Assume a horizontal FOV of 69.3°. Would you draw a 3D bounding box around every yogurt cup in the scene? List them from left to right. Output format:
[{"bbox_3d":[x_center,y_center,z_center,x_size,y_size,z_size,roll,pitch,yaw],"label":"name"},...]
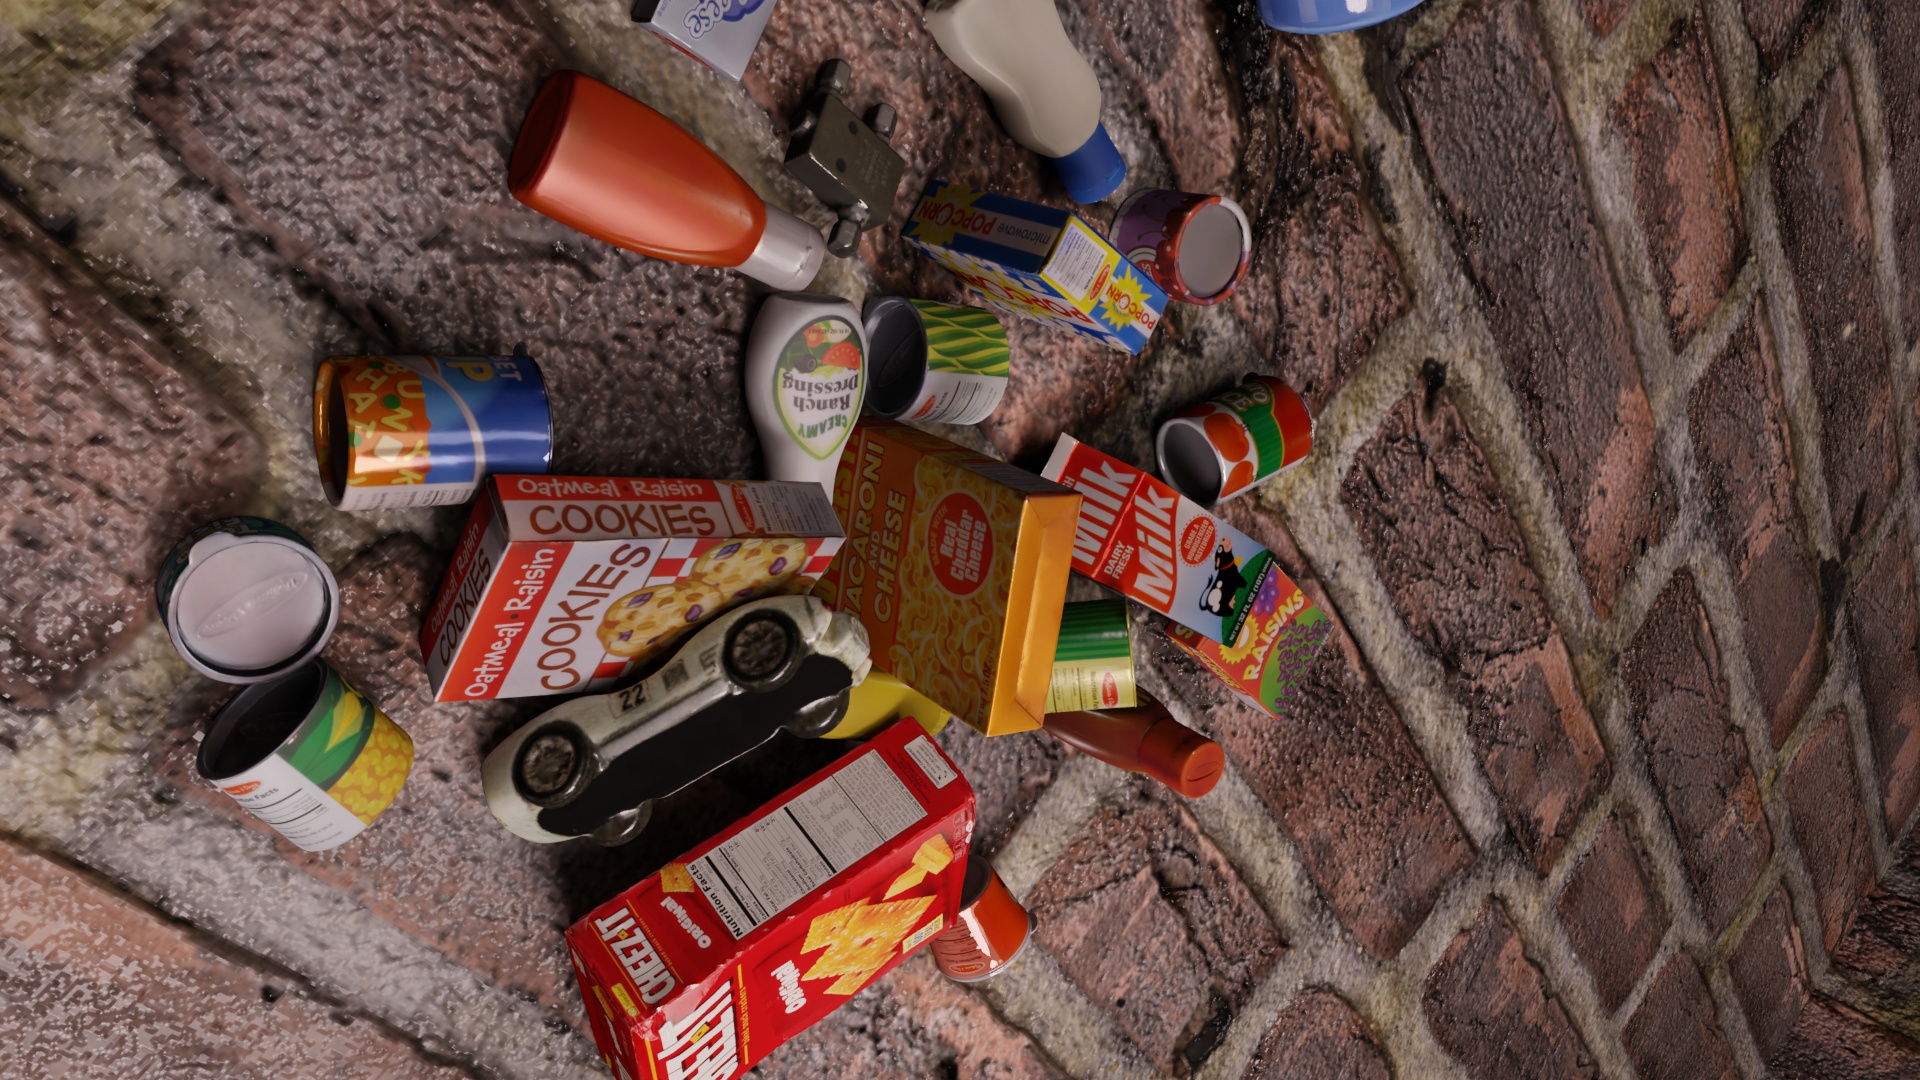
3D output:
[{"bbox_3d":[0.005,0.240,0.893,0.072,0.072,0.053,-37,117,-22],"label":"yogurt cup"}]

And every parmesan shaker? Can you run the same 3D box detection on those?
[{"bbox_3d":[0.051,0.068,0.832,0.103,0.071,0.071,-5,115,6],"label":"parmesan shaker"}]

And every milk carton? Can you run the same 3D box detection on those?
[{"bbox_3d":[0.109,-0.001,0.879,0.190,0.073,0.072,28,88,-41],"label":"milk carton"}]

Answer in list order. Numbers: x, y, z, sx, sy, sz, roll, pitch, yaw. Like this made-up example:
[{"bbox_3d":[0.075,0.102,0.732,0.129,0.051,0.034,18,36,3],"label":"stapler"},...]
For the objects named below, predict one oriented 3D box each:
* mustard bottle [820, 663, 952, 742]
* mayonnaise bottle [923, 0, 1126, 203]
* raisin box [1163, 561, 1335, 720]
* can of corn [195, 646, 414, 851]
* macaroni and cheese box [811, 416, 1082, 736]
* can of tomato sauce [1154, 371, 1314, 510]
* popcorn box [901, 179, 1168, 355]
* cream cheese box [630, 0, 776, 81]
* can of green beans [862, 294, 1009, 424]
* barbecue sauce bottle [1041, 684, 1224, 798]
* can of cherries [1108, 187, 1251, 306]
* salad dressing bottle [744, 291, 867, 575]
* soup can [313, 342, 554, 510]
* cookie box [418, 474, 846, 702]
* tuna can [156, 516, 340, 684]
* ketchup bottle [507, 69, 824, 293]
[{"bbox_3d":[-0.050,0.089,0.795,0.160,0.065,0.048,18,98,-46],"label":"mustard bottle"},{"bbox_3d":[0.042,-0.249,0.758,0.065,0.041,0.147,-51,131,-10],"label":"mayonnaise bottle"},{"bbox_3d":[0.211,0.065,1.007,0.123,0.040,0.086,40,81,-39],"label":"raisin box"},{"bbox_3d":[-0.284,0.091,0.609,0.071,0.071,0.058,-45,129,-16],"label":"can of corn"},{"bbox_3d":[-0.014,0.013,0.726,0.040,0.166,0.123,-2,108,-38],"label":"macaroni and cheese box"},{"bbox_3d":[0.179,-0.066,0.917,0.083,0.071,0.071,-25,121,-28],"label":"can of tomato sauce"},{"bbox_3d":[0.038,-0.146,0.735,0.085,0.127,0.038,29,91,-41],"label":"popcorn box"},{"bbox_3d":[-0.105,-0.273,0.643,0.053,0.024,0.104,25,90,-42],"label":"cream cheese box"},{"bbox_3d":[-0.015,-0.097,0.751,0.058,0.071,0.071,0,106,-39],"label":"can of green beans"},{"bbox_3d":[0.098,0.113,0.862,0.065,0.149,0.043,-14,115,-34],"label":"barbecue sauce bottle"},{"bbox_3d":[0.132,-0.176,0.843,0.072,0.058,0.071,-14,114,-34],"label":"can of cherries"},{"bbox_3d":[-0.083,-0.054,0.728,0.064,0.044,0.147,-7,111,-35],"label":"salad dressing bottle"},{"bbox_3d":[-0.228,-0.050,0.601,0.084,0.071,0.071,-5,109,-37],"label":"soup can"},{"bbox_3d":[-0.156,0.022,0.663,0.168,0.040,0.122,0,141,-38],"label":"cookie box"},{"bbox_3d":[-0.303,0.023,0.589,0.071,0.033,0.070,-15,115,-34],"label":"tuna can"},{"bbox_3d":[-0.131,-0.159,0.651,0.149,0.043,0.064,20,94,-41],"label":"ketchup bottle"}]
